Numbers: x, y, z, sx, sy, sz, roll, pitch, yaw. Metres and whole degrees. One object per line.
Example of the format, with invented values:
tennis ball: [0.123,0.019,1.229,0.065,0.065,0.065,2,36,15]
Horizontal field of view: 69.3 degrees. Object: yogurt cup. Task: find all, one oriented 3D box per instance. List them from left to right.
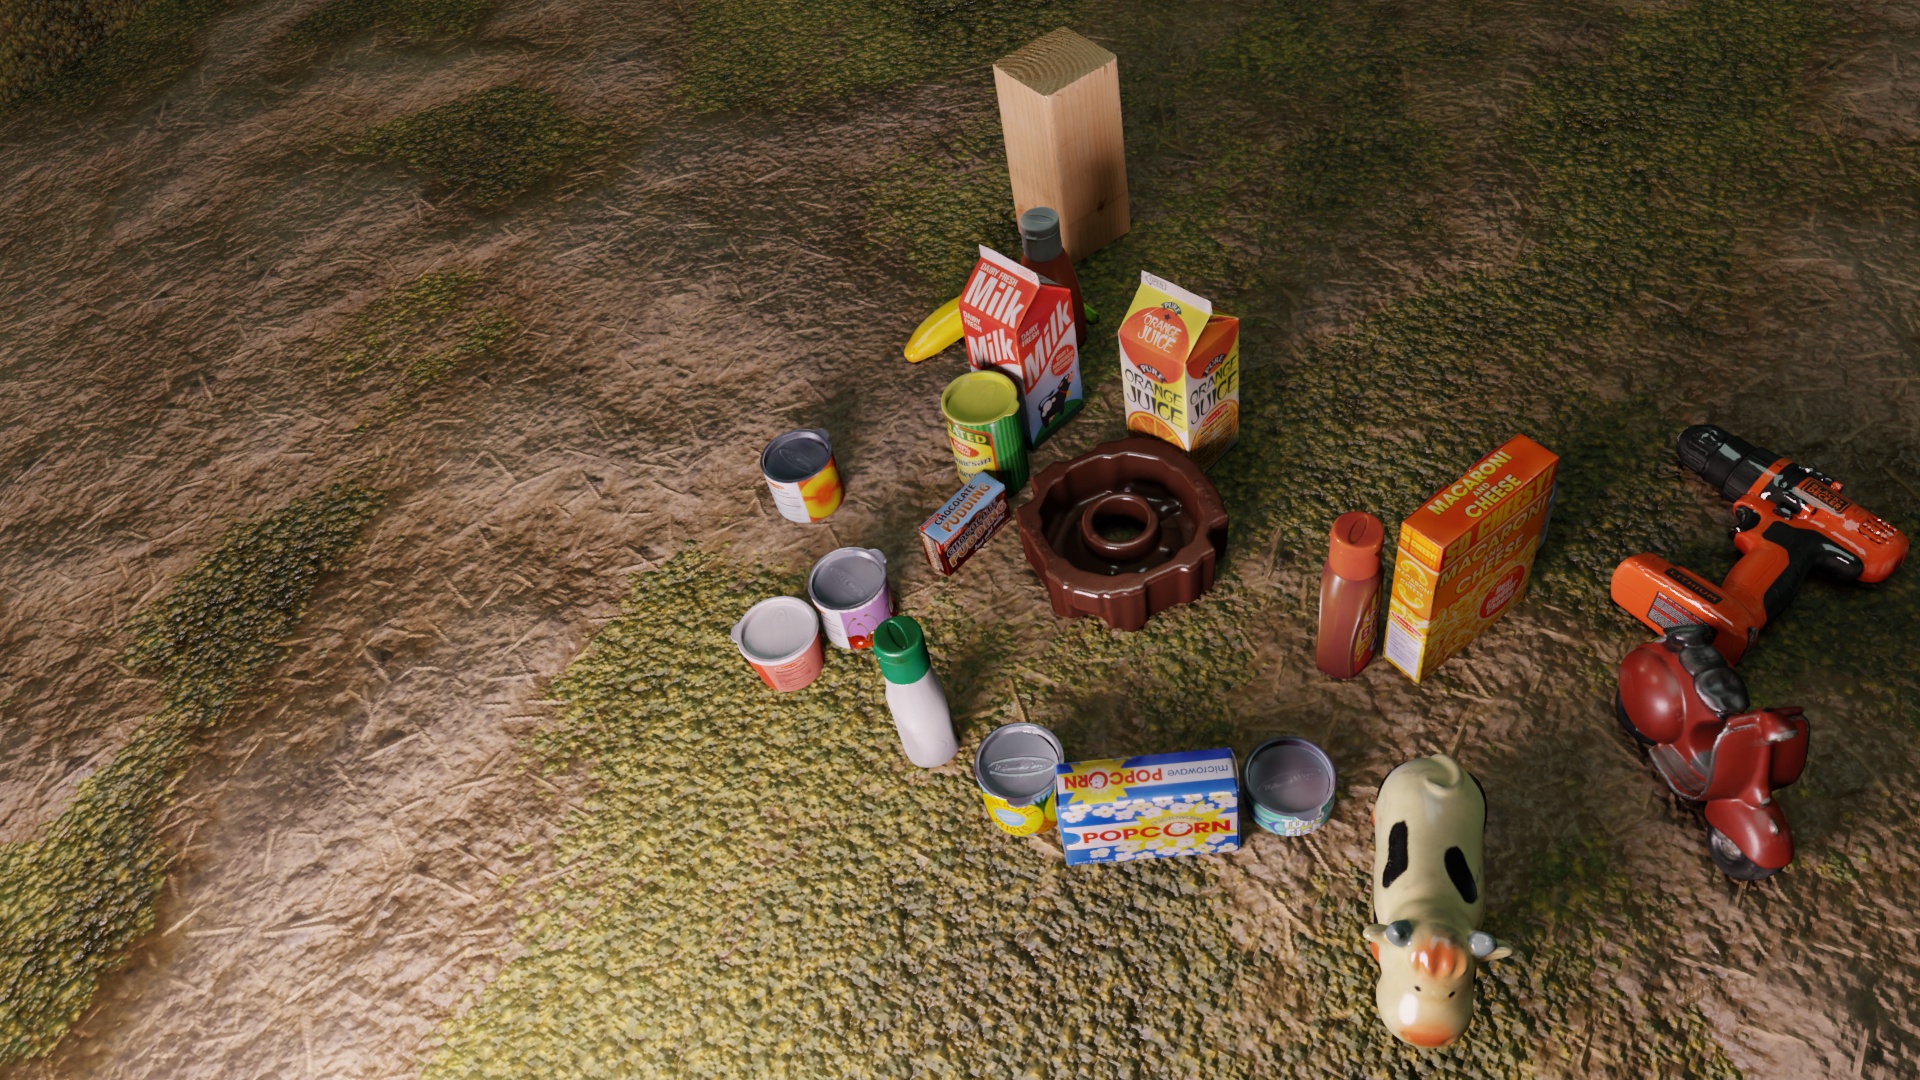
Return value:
yogurt cup: [-0.145,0.088,1.146,0.072,0.053,0.073,-6,49,7]

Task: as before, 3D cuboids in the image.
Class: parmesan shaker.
parmesan shaker: [0.026,-0.090,1.230,0.071,0.102,0.072,-6,49,7]

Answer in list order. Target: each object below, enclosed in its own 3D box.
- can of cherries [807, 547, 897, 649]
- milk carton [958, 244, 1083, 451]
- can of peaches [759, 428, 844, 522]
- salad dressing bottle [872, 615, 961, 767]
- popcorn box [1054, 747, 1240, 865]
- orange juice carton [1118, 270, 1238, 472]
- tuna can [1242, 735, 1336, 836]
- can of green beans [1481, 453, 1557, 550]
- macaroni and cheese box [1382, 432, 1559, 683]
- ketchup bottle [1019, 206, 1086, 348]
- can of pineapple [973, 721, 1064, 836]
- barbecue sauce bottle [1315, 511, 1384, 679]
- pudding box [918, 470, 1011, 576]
can of cherries: [-0.087,0.048,1.165,0.071,0.058,0.072,-6,49,7]
milk carton: [0.054,-0.178,1.242,0.072,0.189,0.074,34,64,33]
can of peaches: [-0.141,-0.060,1.268,0.071,0.057,0.071,-6,49,7]
salad dressing bottle: [-0.034,0.114,1.040,0.044,0.147,0.064,-26,50,-10]
popcorn box: [0.133,0.189,0.983,0.127,0.084,0.038,-7,49,6]
orange juice carton: [0.188,-0.144,1.185,0.072,0.191,0.073,34,64,33]
tuna can: [0.239,0.180,1.005,0.071,0.032,0.071,-6,49,7]
can of green beans: [0.443,-0.026,1.122,0.071,0.057,0.071,-6,49,7]
macaroni and cheese box: [0.374,0.015,1.029,0.124,0.165,0.040,-34,52,-17]
ketchup bottle: [0.083,-0.247,1.322,0.065,0.148,0.044,17,56,24]
can of pineapple: [0.046,0.179,1.028,0.071,0.057,0.071,-6,49,7]
barbecue sauce bottle: [0.292,0.039,1.038,0.044,0.147,0.065,20,57,26]
pudding box: [0.004,-0.015,1.206,0.030,0.049,0.084,32,63,32]
